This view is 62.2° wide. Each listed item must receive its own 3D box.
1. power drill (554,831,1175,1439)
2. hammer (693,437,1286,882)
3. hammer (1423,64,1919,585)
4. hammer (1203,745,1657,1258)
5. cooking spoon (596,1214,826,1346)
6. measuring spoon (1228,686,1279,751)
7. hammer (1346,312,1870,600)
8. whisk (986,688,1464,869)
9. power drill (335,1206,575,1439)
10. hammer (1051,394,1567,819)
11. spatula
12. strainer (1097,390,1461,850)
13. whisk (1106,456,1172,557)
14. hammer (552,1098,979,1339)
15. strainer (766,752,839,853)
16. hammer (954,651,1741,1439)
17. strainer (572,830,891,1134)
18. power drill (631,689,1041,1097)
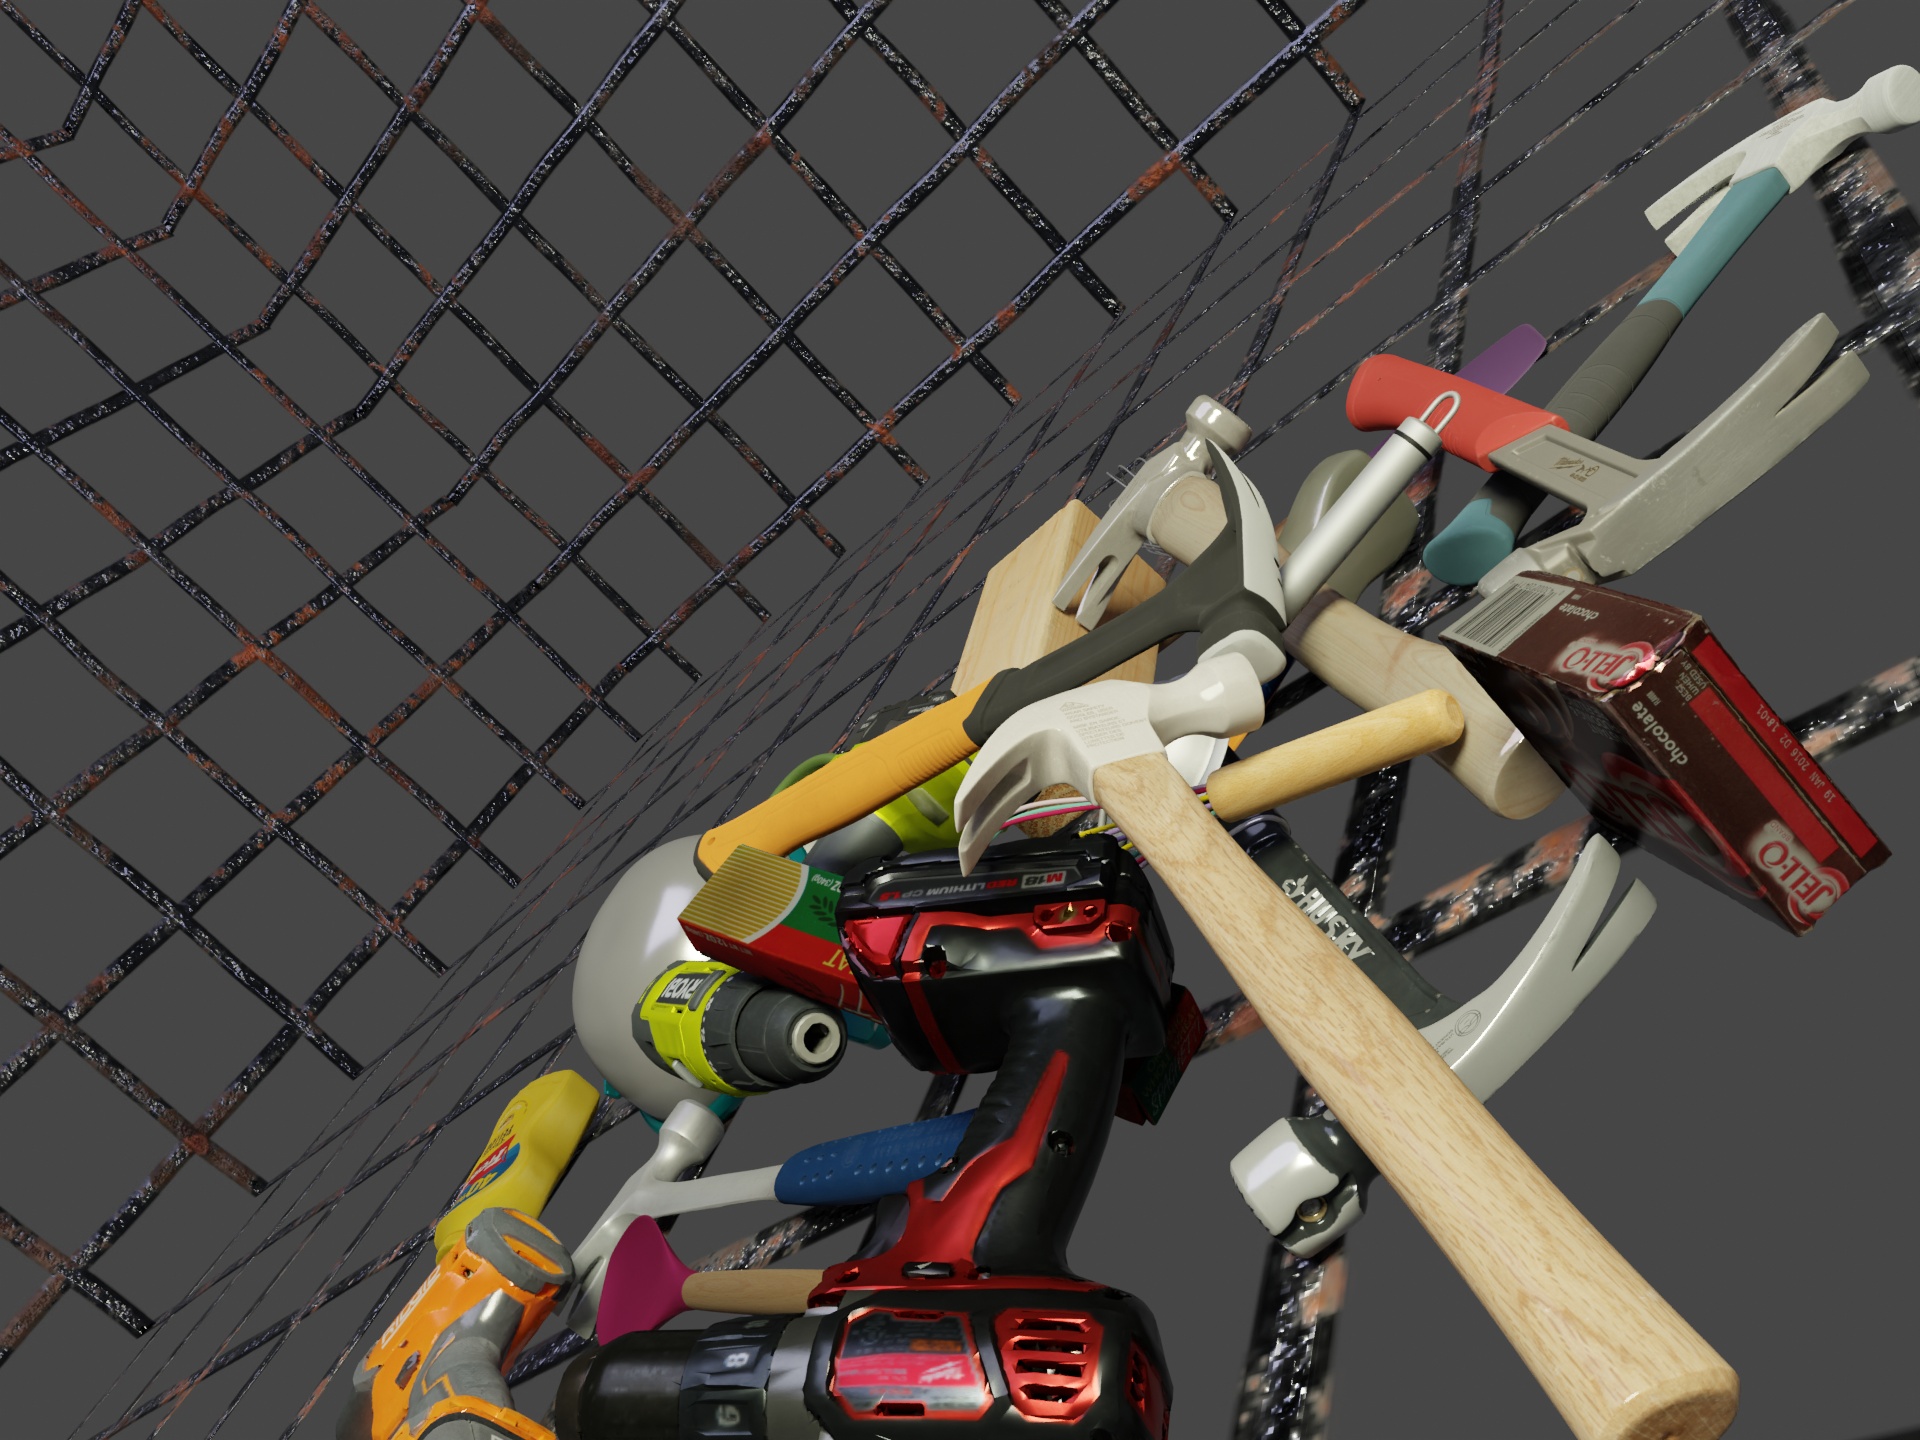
[{"bbox_3d":[-0.020,0.149,0.524,0.188,0.080,0.227,-9,38,19],"label":"power drill"},{"bbox_3d":[-0.001,-0.002,0.732,0.337,0.034,0.127,-30,37,31],"label":"hammer"},{"bbox_3d":[0.336,-0.190,0.781,0.331,0.033,0.128,-48,14,-15],"label":"hammer"},{"bbox_3d":[0.127,0.049,0.640,0.149,0.036,0.409,-42,14,6],"label":"hammer"},{"bbox_3d":[-0.101,0.240,0.667,0.319,0.017,0.069,-31,45,56],"label":"cooking spoon"},{"bbox_3d":[0.147,-0.005,0.830,0.117,0.011,0.021,-52,15,-29],"label":"measuring spoon"},{"bbox_3d":[0.252,-0.139,0.729,0.149,0.036,0.359,-41,15,12],"label":"hammer"},{"bbox_3d":[0.089,0.036,0.638,0.245,0.047,0.051,-25,34,39],"label":"whisk"},{"bbox_3d":[-0.249,0.347,0.745,0.164,0.084,0.227,-52,18,-2],"label":"power drill"},{"bbox_3d":[0.147,-0.047,0.737,0.146,0.038,0.411,-53,23,10],"label":"hammer"},{"bbox_3d":[0.224,-0.131,0.982,0.316,0.018,0.060,-39,25,21],"label":"spatula"},{"bbox_3d":[0.124,-0.039,0.682,0.258,0.050,0.087,-51,27,10],"label":"strainer"},{"bbox_3d":[0.152,-0.109,0.980,0.070,0.070,0.285,-43,25,6],"label":"whisk"},{"bbox_3d":[-0.088,0.228,0.770,0.405,0.035,0.144,-29,19,52],"label":"hammer"},{"bbox_3d":[-0.056,0.073,1.051,0.256,0.069,0.152,-40,36,31],"label":"strainer"},{"bbox_3d":[0.092,0.071,0.459,0.130,0.031,0.332,-15,30,-12],"label":"hammer"},{"bbox_3d":[-0.155,0.153,0.973,0.340,0.095,0.211,-3,64,58],"label":"strainer"},{"bbox_3d":[-0.061,0.094,0.815,0.228,0.080,0.190,-51,17,-24],"label":"power drill"}]
